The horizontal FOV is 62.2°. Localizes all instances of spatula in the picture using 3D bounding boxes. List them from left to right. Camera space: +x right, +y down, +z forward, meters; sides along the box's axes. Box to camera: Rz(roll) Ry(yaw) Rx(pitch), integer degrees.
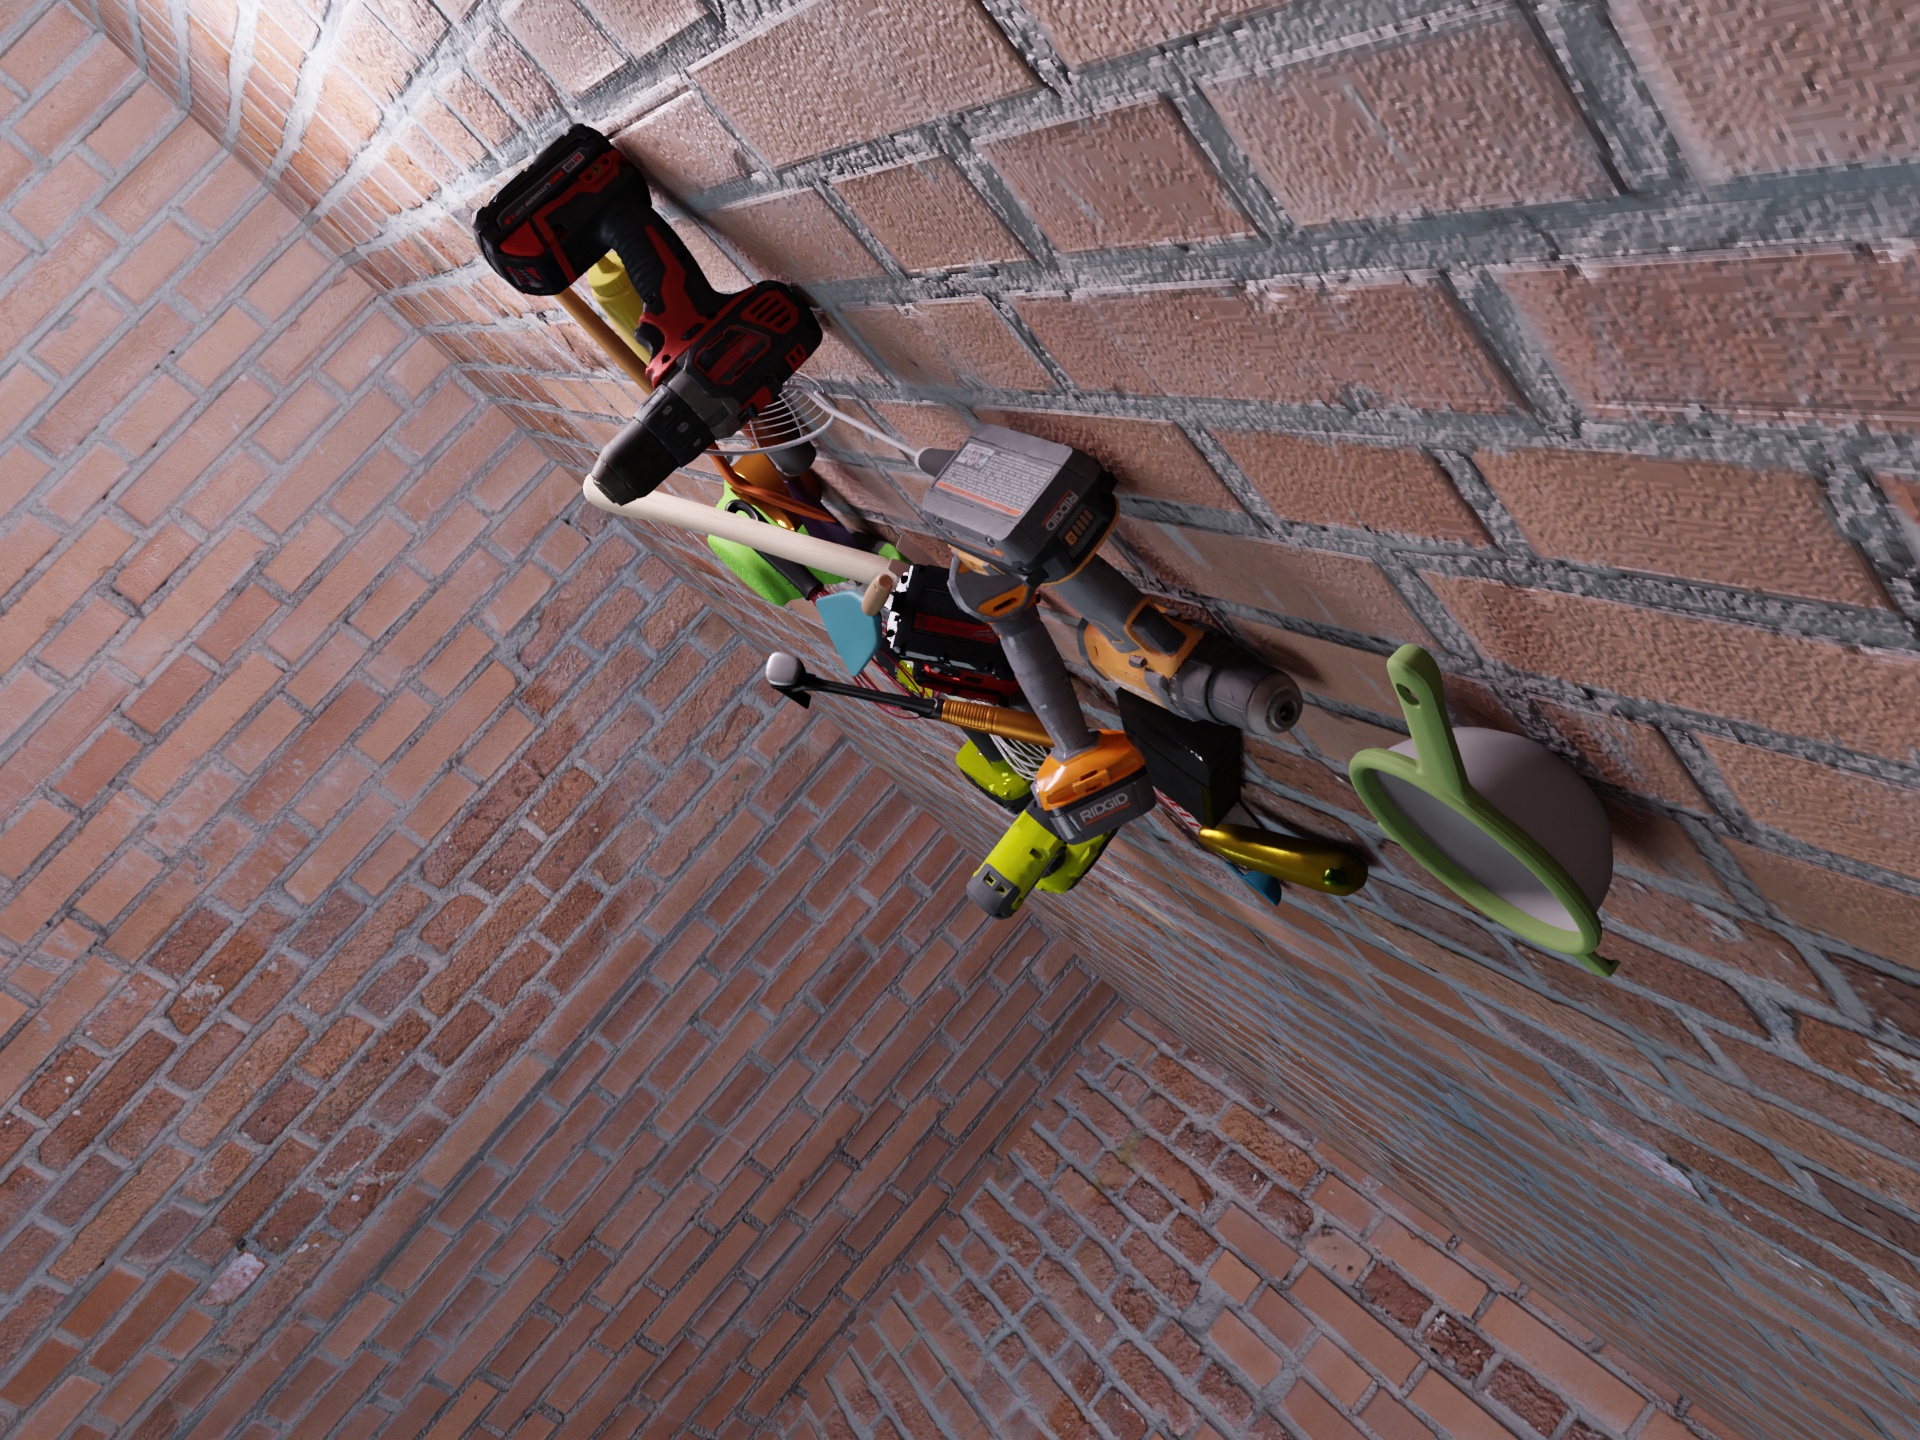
[{"bbox_3d":[-0.237,-0.272,1.372,0.322,0.041,0.081,46,170,-23],"label":"spatula"},{"bbox_3d":[-0.166,-0.240,1.440,0.060,0.018,0.315,10,146,39],"label":"spatula"},{"bbox_3d":[-0.084,-0.093,1.361,0.082,0.044,0.317,64,173,0],"label":"spatula"}]

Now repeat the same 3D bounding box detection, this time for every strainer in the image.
[{"bbox_3d":[0.258,0.020,0.776,0.152,0.069,0.256,38,171,39],"label":"strainer"}]

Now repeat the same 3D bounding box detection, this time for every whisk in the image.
[{"bbox_3d":[-0.128,-0.112,1.550,0.296,0.073,0.073,45,173,11],"label":"whisk"},{"bbox_3d":[0.017,-0.016,1.591,0.247,0.058,0.059,39,140,35],"label":"whisk"}]

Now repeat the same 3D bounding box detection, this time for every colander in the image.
[{"bbox_3d":[-0.166,-0.170,1.656,0.204,0.094,0.397,46,171,-32],"label":"colander"}]

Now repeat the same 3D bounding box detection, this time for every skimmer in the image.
[{"bbox_3d":[-0.072,-0.182,1.164,0.127,0.090,0.364,2,-157,-48],"label":"skimmer"}]

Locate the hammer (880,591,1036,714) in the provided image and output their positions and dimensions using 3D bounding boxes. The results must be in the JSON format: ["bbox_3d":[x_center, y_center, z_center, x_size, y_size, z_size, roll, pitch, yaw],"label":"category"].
[{"bbox_3d":[0.033,-0.042,1.639,0.331,0.033,0.128,38,173,19],"label":"hammer"}]

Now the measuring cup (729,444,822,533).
[{"bbox_3d":[-0.190,-0.237,1.573,0.095,0.052,0.174,44,173,-23],"label":"measuring cup"}]

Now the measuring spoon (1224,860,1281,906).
[{"bbox_3d":[0.286,0.150,1.561,0.042,0.021,0.129,43,-179,-12],"label":"measuring spoon"}]

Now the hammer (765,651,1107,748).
[{"bbox_3d":[-0.002,-0.005,1.431,0.337,0.034,0.127,12,173,10],"label":"hammer"}]

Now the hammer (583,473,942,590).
[{"bbox_3d":[-0.191,-0.175,1.477,0.411,0.038,0.146,18,172,25],"label":"hammer"}]

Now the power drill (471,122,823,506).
[{"bbox_3d":[-0.231,-0.274,1.092,0.227,0.188,0.080,44,174,8],"label":"power drill"}]

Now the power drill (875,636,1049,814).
[{"bbox_3d":[0.003,-0.004,1.833,0.191,0.080,0.228,32,165,48],"label":"power drill"}]

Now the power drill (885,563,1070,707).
[{"bbox_3d":[0.019,-0.060,1.371,0.143,0.078,0.219,12,171,10],"label":"power drill"}]

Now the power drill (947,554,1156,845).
[{"bbox_3d":[0.061,-0.034,1.172,0.226,0.084,0.164,64,-175,-7],"label":"power drill"}]

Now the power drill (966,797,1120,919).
[{"bbox_3d":[0.101,0.124,1.699,0.080,0.171,0.223,39,-170,13],"label":"power drill"}]

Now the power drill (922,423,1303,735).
[{"bbox_3d":[0.100,-0.075,0.979,0.226,0.084,0.185,41,174,-36],"label":"power drill"}]
